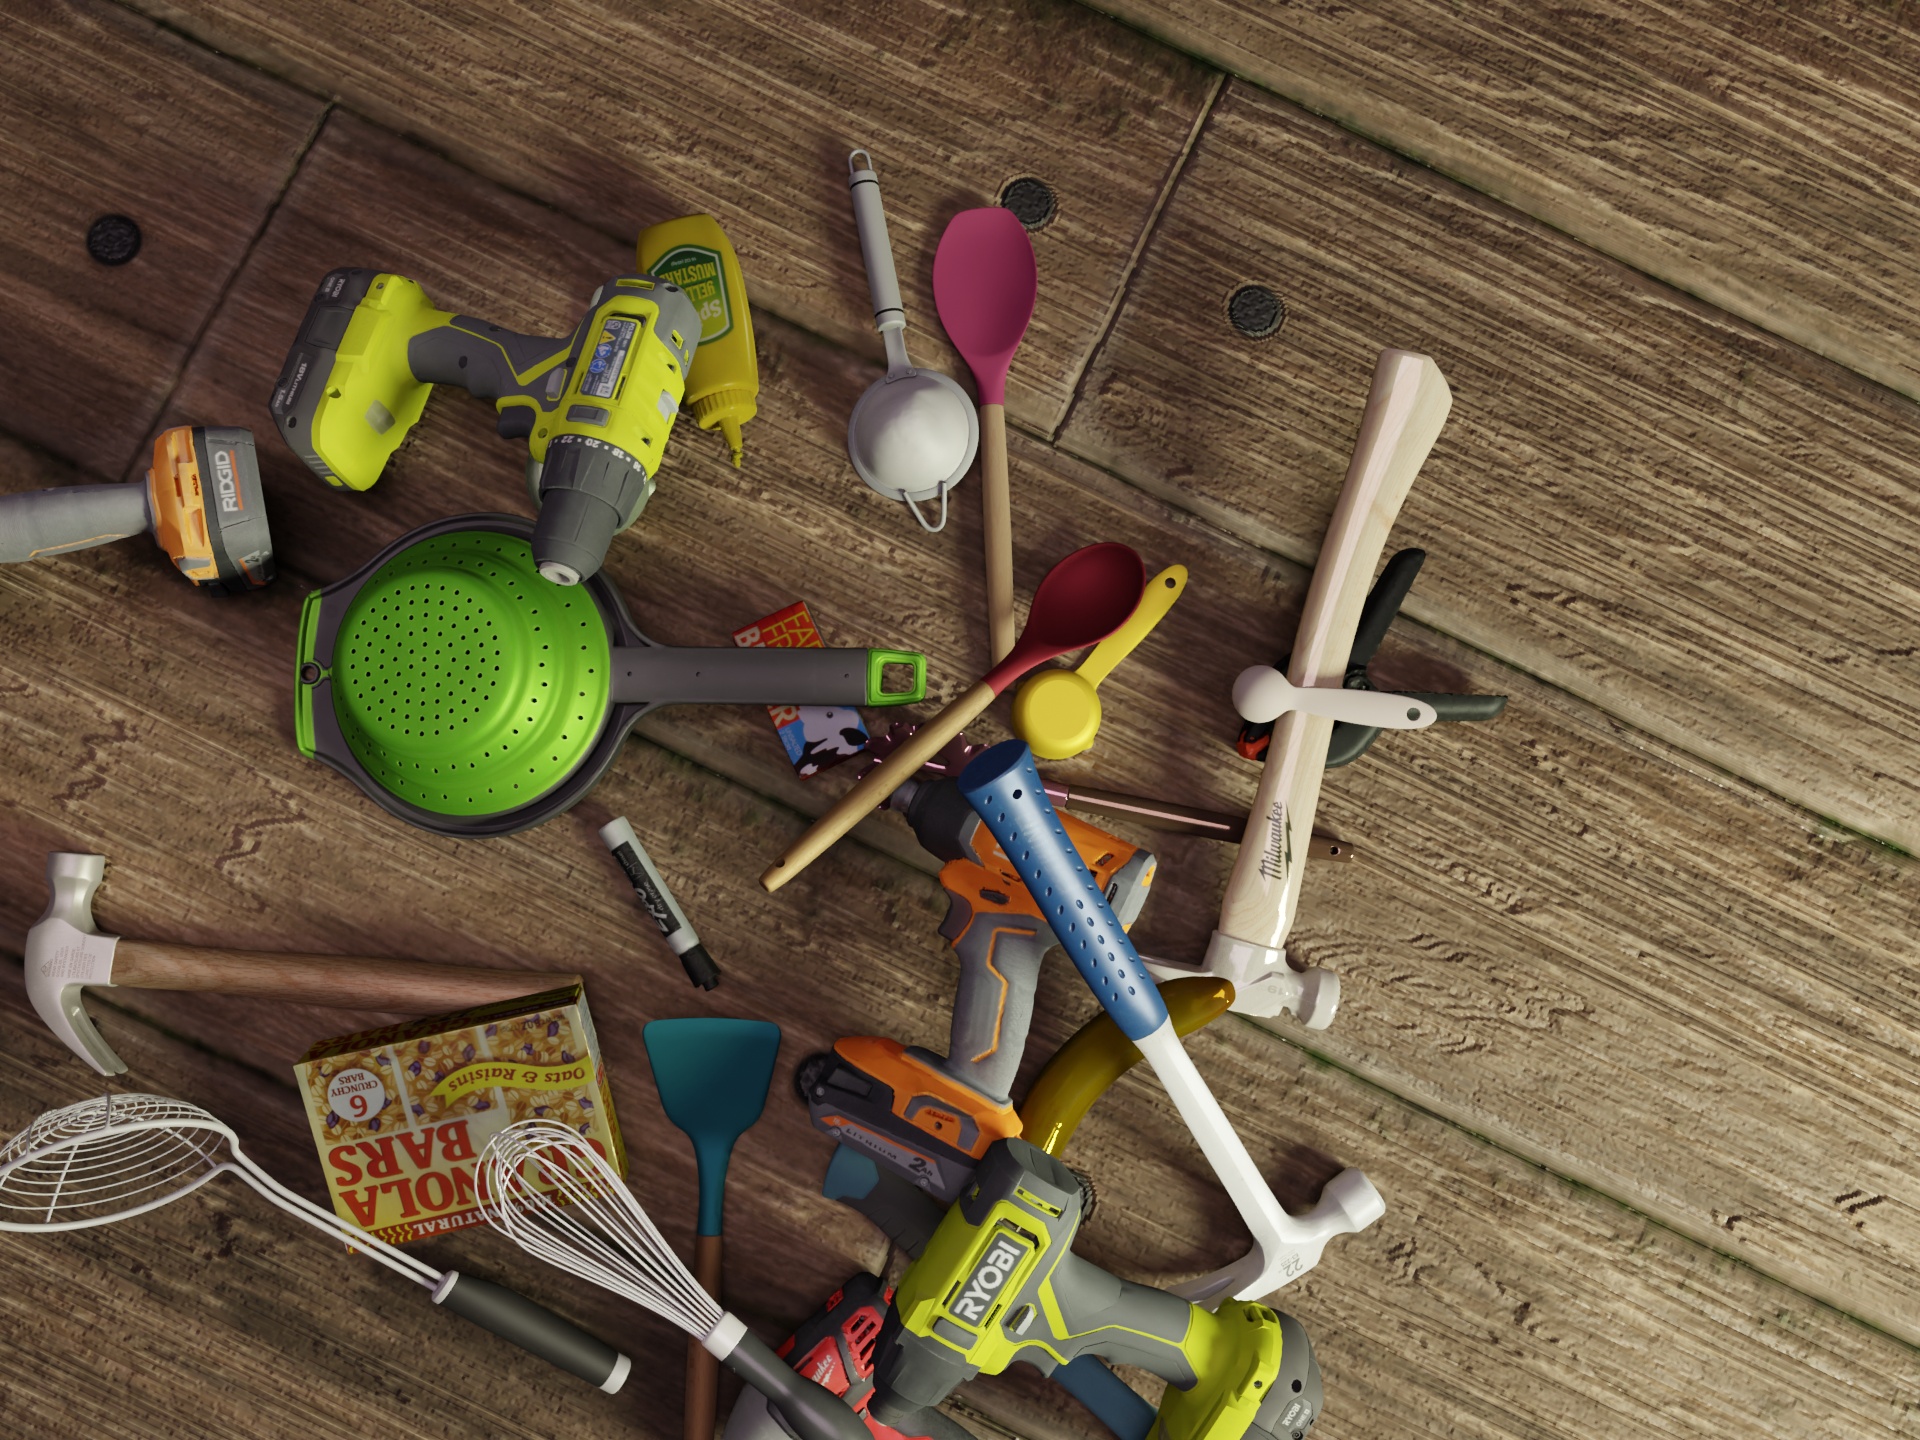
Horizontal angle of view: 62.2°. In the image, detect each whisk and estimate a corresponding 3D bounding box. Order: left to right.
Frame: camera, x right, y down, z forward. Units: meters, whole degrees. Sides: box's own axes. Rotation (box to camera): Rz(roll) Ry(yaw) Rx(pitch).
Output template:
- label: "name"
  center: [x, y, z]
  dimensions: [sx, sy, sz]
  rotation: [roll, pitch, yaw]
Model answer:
- label: "whisk"
  center: [-0.158, 0.326, 0.898]
  dimensions: [0.284, 0.070, 0.070]
  rotation: [39, 84, 3]

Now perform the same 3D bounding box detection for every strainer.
- label: "strainer"
  center: [-0.045, -0.250, 1.023]
  dimensions: [0.087, 0.050, 0.258]
  rotation: [-13, 81, 11]

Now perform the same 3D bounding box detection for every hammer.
- label: "hammer"
  center: [-0.397, 0.160, 0.968]
  dimensions: [0.331, 0.031, 0.130]
  rotation: [6, 83, -2]
- label: "hammer"
  center: [0.044, 0.371, 0.962]
  dimensions: [0.331, 0.033, 0.128]
  rotation: [41, 85, 2]
- label: "hammer"
  center: [0.106, 0.182, 0.892]
  dimensions: [0.144, 0.035, 0.405]
  rotation: [-34, 115, -6]
- label: "hammer"
  center: [0.206, -0.023, 0.967]
  dimensions: [0.146, 0.038, 0.410]
  rotation: [14, 94, -4]

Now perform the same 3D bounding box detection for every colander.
- label: "colander"
  center: [-0.221, -0.031, 0.946]
  dimensions: [0.397, 0.094, 0.204]
  rotation: [1, 86, 3]

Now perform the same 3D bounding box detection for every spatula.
- label: "spatula"
  center: [-0.154, 0.337, 0.953]
  dimensions: [0.082, 0.044, 0.317]
  rotation: [2, 85, -6]

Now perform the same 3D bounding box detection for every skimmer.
- label: "skimmer"
  center: [-0.353, 0.313, 0.887]
  dimensions: [0.363, 0.090, 0.127]
  rotation: [34, 125, -15]

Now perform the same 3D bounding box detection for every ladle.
- label: "ladle"
  center: [-0.002, -0.003, 0.959]
  dimensions: [0.315, 0.031, 0.069]
  rotation: [-41, 53, -21]

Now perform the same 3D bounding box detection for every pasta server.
- label: "pasta server"
  center: [0.094, 0.054, 0.995]
  dimensions: [0.316, 0.040, 0.060]
  rotation: [12, 95, -2]

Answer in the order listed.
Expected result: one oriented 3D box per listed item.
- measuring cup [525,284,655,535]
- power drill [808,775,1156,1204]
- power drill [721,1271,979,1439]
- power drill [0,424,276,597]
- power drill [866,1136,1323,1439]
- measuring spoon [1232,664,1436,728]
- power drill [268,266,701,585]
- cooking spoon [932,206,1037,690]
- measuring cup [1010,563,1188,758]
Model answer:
- label: "measuring cup"
  center: [-0.234, -0.199, 1.008]
  dimensions: [0.083, 0.038, 0.167]
  rotation: [4, 86, -2]
- label: "power drill"
  center: [-0.003, 0.148, 0.941]
  dimensions: [0.164, 0.084, 0.226]
  rotation: [25, 91, 15]
- label: "power drill"
  center: [-0.034, 0.451, 0.931]
  dimensions: [0.143, 0.078, 0.220]
  rotation: [-42, 84, -7]
- label: "power drill"
  center: [-0.532, -0.108, 0.941]
  dimensions: [0.226, 0.185, 0.084]
  rotation: [-10, 84, -22]
- label: "power drill"
  center: [0.070, 0.356, 0.885]
  dimensions: [0.223, 0.080, 0.171]
  rotation: [31, 96, -8]
- label: "measuring spoon"
  center: [0.223, -0.010, 0.942]
  dimensions: [0.124, 0.018, 0.034]
  rotation: [7, 94, -3]
- label: "power drill"
  center: [-0.283, -0.182, 0.948]
  dimensions: [0.228, 0.080, 0.191]
  rotation: [10, 70, 13]
- label: "cooking spoon"
  center: [0.021, -0.177, 1.027]
  dimensions: [0.069, 0.017, 0.319]
  rotation: [-3, 84, 7]
- label: "measuring cup"
  center: [0.093, -0.042, 1.008]
  dimensions: [0.062, 0.029, 0.156]
  rotation: [41, 85, 2]
